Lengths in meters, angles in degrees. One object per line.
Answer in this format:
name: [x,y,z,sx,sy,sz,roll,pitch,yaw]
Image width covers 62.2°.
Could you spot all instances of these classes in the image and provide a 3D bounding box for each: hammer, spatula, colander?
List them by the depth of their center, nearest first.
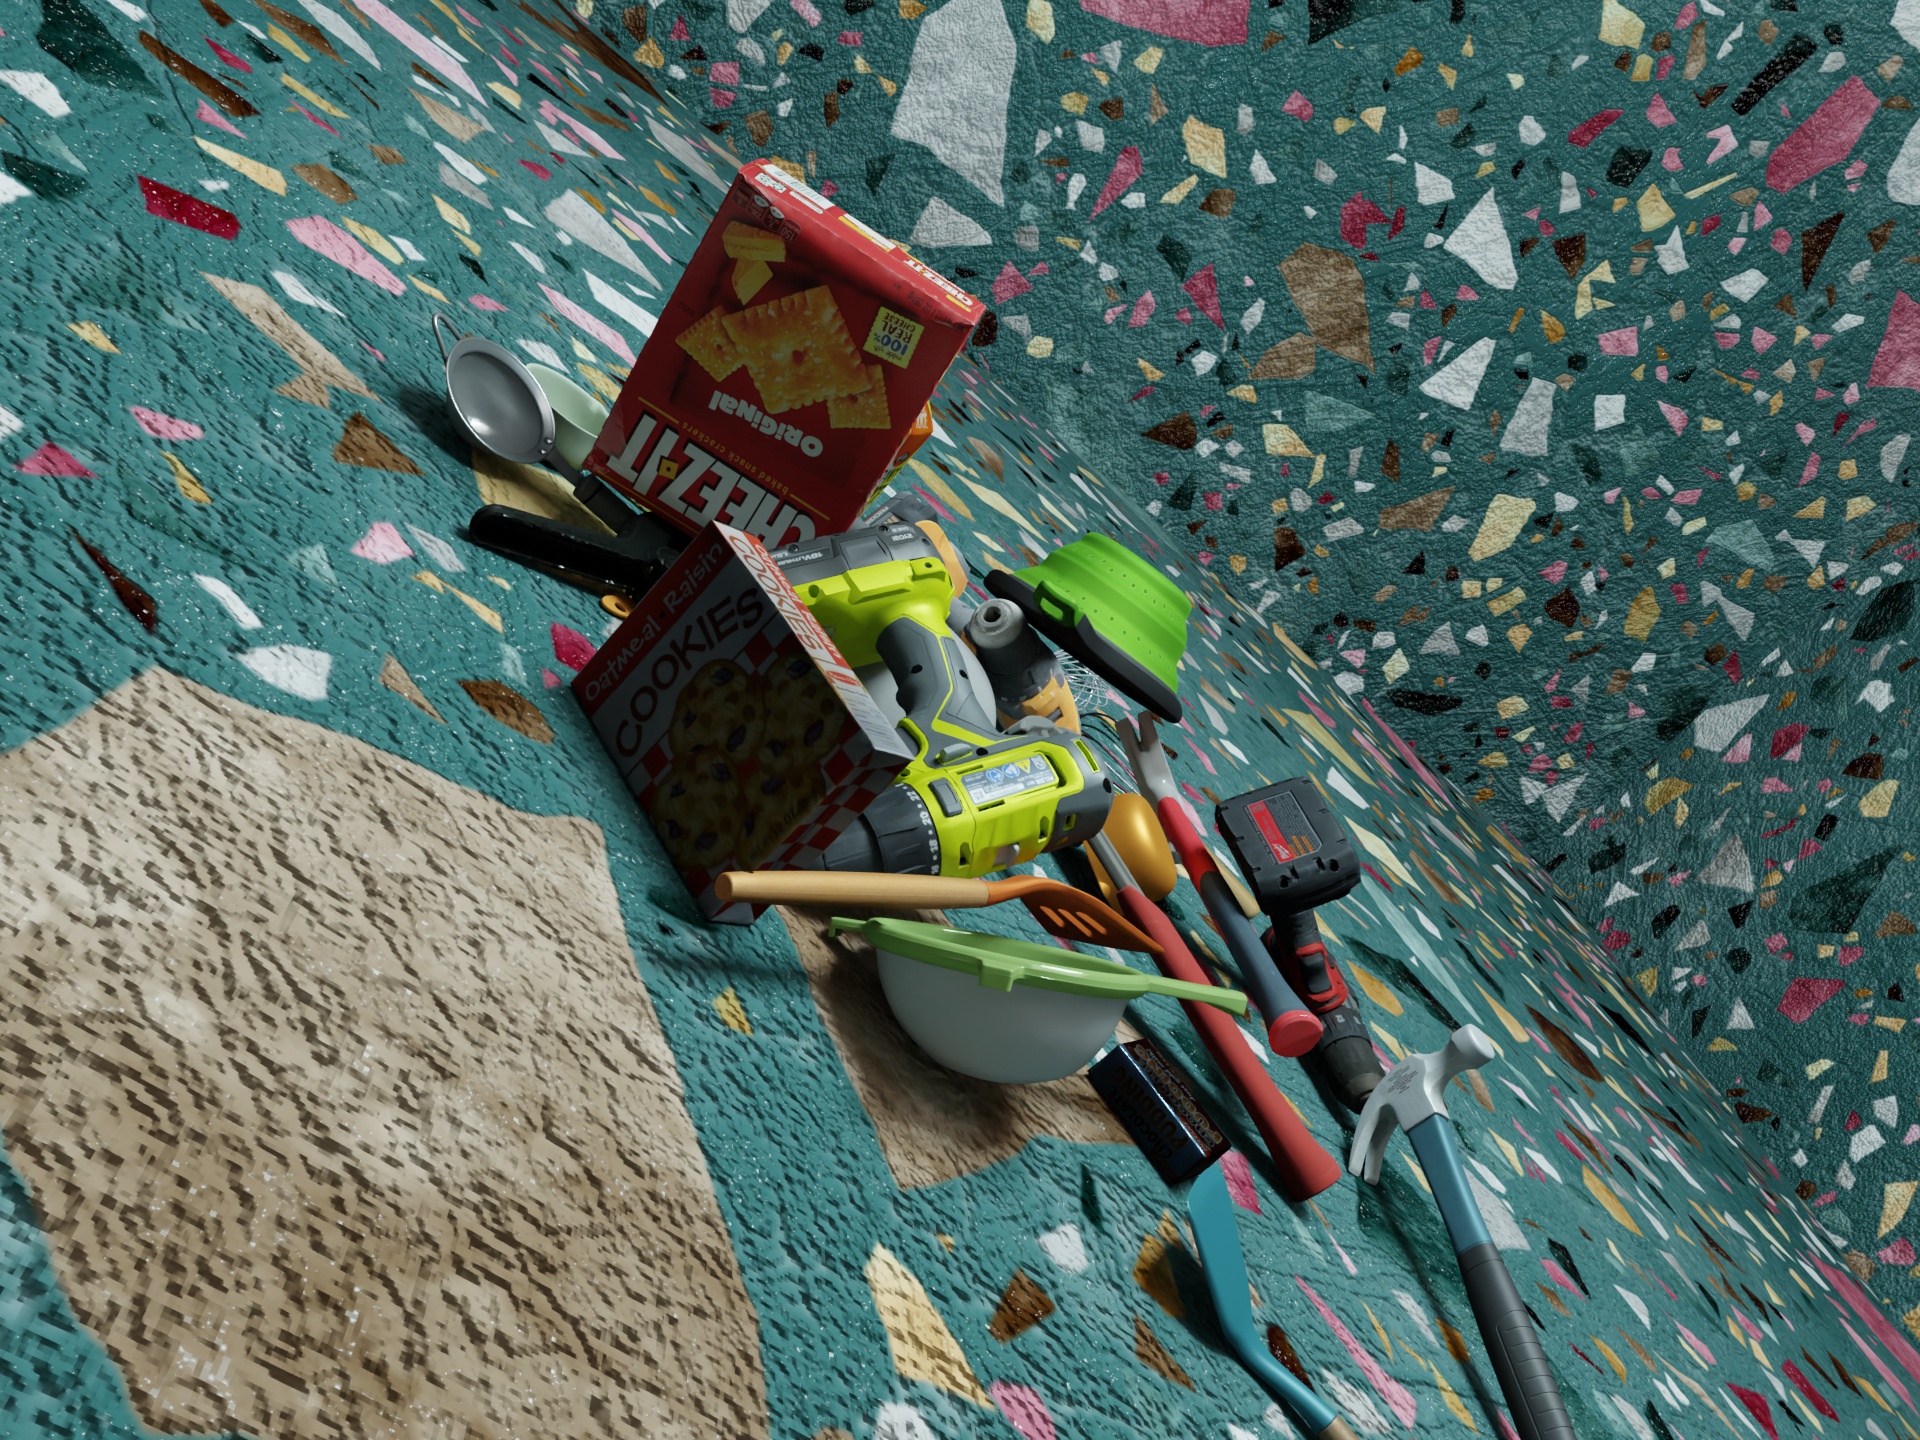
spatula: [0.210,0.371,0.802,0.318,0.044,0.082,50,14,15]
spatula: [-0.006,0.099,0.827,0.081,0.041,0.322,4,-3,39]
hammer: [0.346,0.363,1.050,0.033,0.128,0.331,33,28,-30]
hammer: [0.136,0.153,1.052,0.359,0.036,0.149,58,14,11]
hammer: [0.192,0.122,1.213,0.387,0.038,0.143,-108,176,-67]
colander: [0.114,-0.098,1.263,0.204,0.094,0.397,37,2,9]

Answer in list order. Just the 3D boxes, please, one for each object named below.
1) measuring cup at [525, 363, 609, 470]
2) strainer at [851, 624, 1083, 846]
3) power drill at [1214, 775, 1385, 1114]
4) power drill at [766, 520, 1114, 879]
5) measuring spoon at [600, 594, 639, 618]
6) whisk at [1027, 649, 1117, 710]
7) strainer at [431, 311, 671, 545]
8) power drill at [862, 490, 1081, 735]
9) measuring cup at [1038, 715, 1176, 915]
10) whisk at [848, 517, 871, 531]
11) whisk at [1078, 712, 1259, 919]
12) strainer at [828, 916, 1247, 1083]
measuring cup: [-0.241,-0.169,1.071,0.167,0.038,0.083,47,17,3]
strainer: [-0.002,-0.004,1.125,0.340,0.095,0.211,30,21,-36]
power drill: [0.273,0.178,1.236,0.188,0.080,0.226,-108,180,-54]
power drill: [-0.043,-0.002,0.923,0.190,0.080,0.229,-15,56,-25]
measuring spoon: [-0.183,-0.061,0.997,0.116,0.011,0.021,11,38,-55]
whisk: [0.067,-0.044,1.457,0.070,0.070,0.284,51,23,23]
strainer: [-0.246,-0.152,1.014,0.258,0.050,0.087,43,35,-24]
power drill: [-0.001,-0.082,1.237,0.226,0.084,0.185,48,-7,31]
measuring cup: [0.112,0.063,1.194,0.095,0.052,0.173,-81,149,-67]
whisk: [-0.107,-0.161,1.105,0.239,0.055,0.055,44,15,26]
whisk: [0.181,0.090,1.438,0.245,0.051,0.047,47,37,-3]
strainer: [0.059,0.160,0.851,0.256,0.069,0.151,16,-6,-36]
